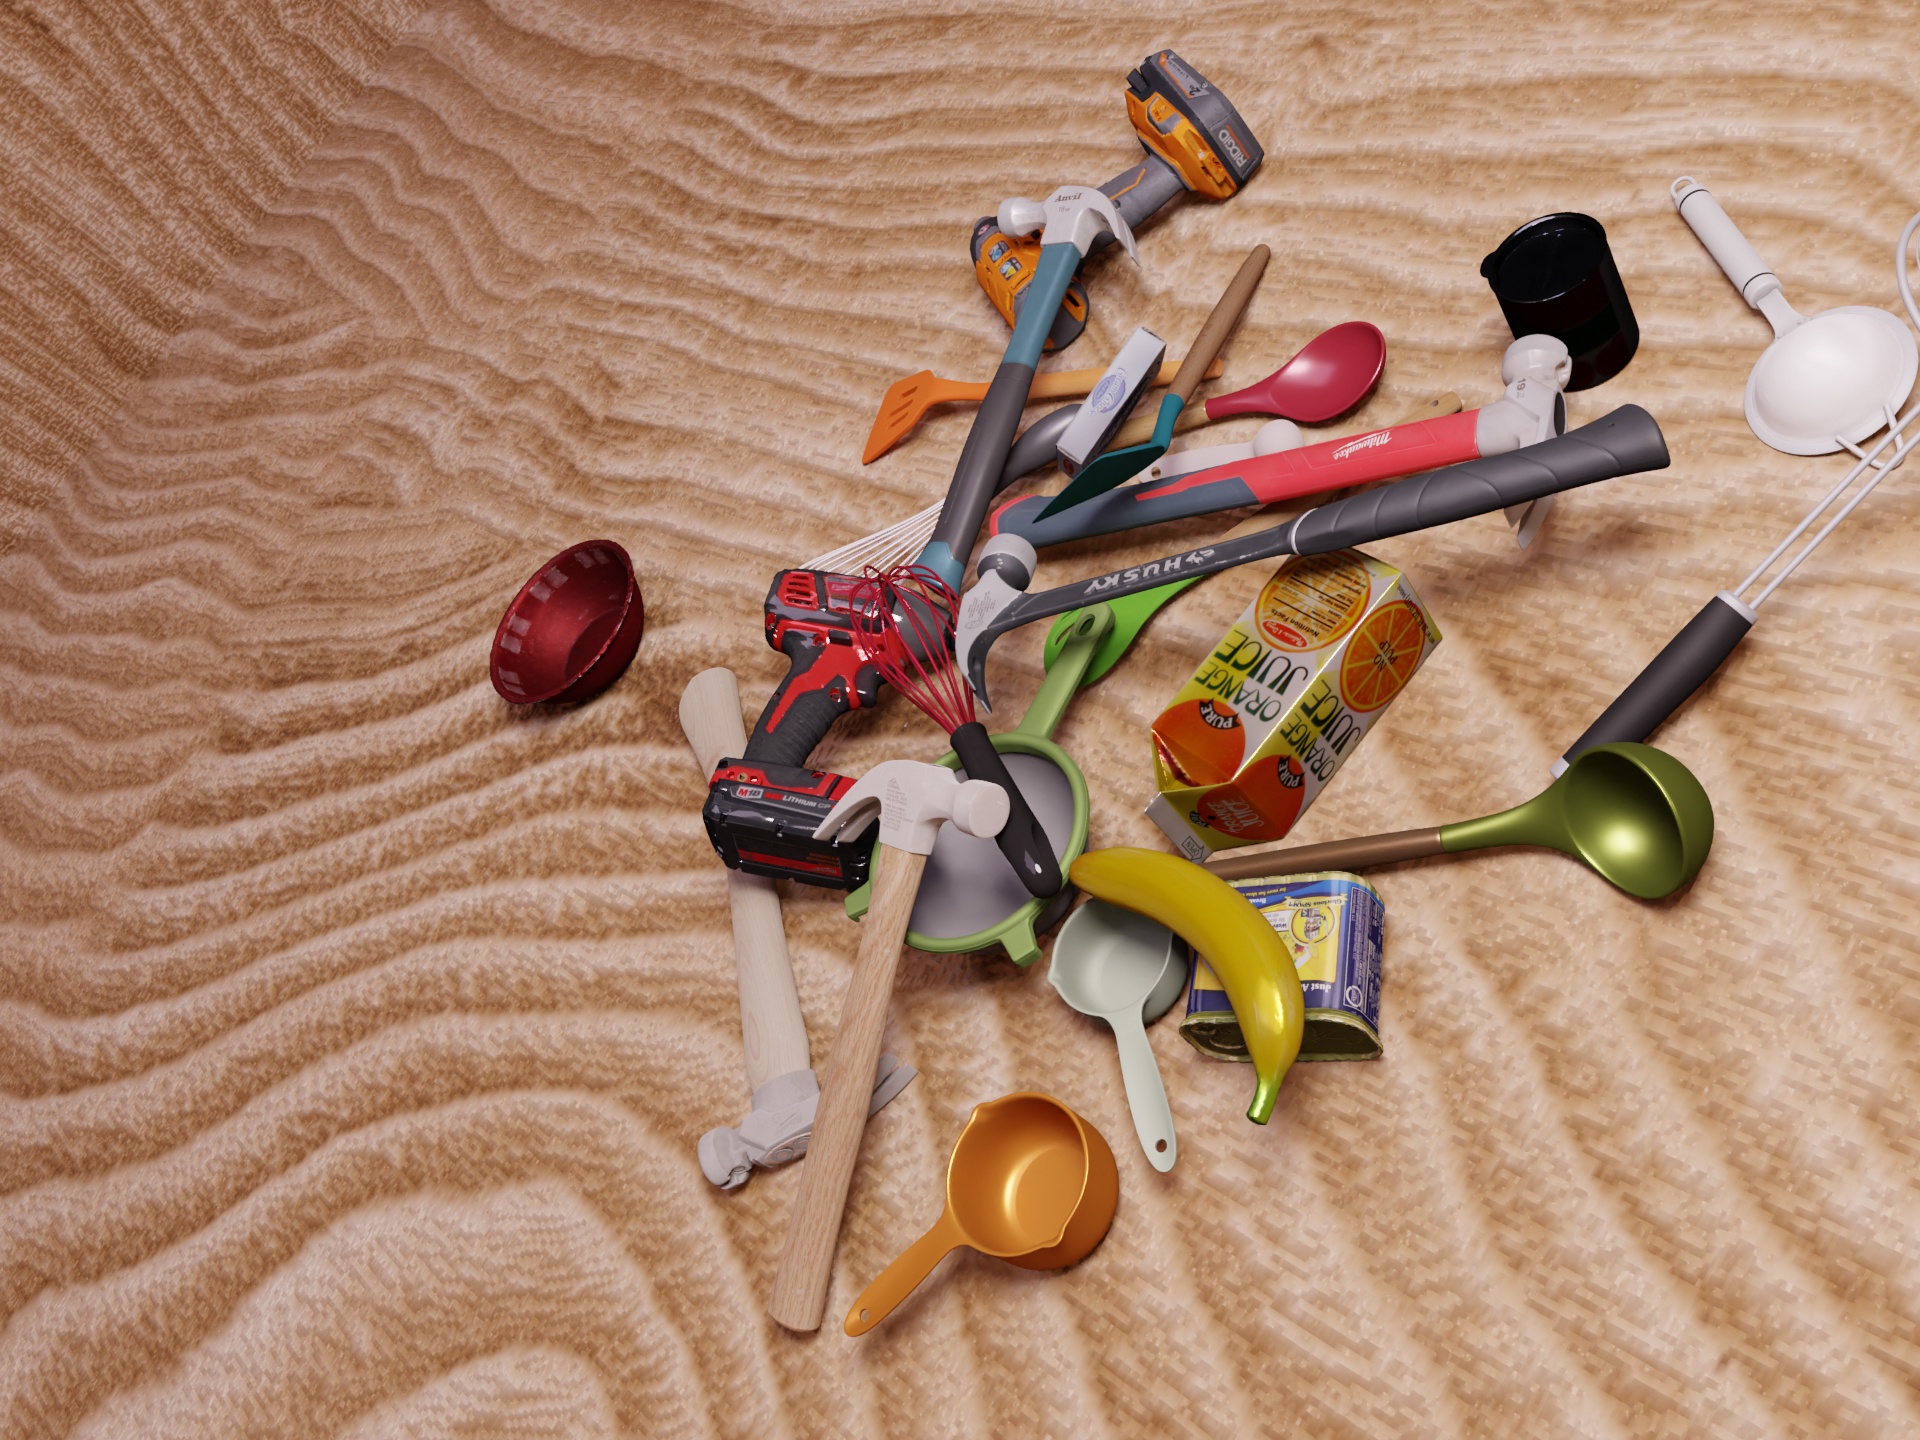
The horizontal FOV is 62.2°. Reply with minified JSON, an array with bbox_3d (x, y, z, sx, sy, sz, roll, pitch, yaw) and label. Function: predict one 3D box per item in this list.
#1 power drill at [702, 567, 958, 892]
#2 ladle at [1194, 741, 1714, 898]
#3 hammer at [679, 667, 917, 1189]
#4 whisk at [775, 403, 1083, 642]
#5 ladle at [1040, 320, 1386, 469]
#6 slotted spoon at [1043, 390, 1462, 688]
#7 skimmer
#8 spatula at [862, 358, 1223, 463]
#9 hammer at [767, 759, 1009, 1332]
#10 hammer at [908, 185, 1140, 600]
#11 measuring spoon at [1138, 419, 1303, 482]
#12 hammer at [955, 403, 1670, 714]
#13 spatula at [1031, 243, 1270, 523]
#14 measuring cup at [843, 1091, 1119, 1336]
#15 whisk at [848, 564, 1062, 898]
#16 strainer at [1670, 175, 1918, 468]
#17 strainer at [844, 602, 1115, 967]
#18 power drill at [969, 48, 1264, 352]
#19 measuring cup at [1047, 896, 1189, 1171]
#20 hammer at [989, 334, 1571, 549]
[{"bbox_3d":[-0.082,-0.002,1.073,0.143,0.078,0.220,10,59,8],"label":"power drill"},{"bbox_3d":[0.226,0.071,0.838,0.320,0.062,0.078,-13,97,35],"label":"ladle"},{"bbox_3d":[-0.137,0.109,1.101,0.146,0.038,0.411,-31,46,15],"label":"hammer"},{"bbox_3d":[-0.022,-0.143,1.163,0.284,0.070,0.070,-35,46,13],"label":"whisk"},{"bbox_3d":[0.149,-0.209,1.108,0.315,0.031,0.069,-10,62,34],"label":"ladle"},{"bbox_3d":[0.180,-0.118,1.022,0.314,0.031,0.070,-33,42,13],"label":"slotted spoon"},{"bbox_3d":[0.431,-0.105,0.804,0.127,0.090,0.363,41,104,4],"label":"skimmer"},{"bbox_3d":[0.052,-0.248,1.213,0.323,0.041,0.081,2,63,33],"label":"spatula"},{"bbox_3d":[-0.061,0.185,0.917,0.130,0.031,0.331,14,90,48],"label":"hammer"},{"bbox_3d":[0.035,-0.236,1.124,0.128,0.033,0.331,8,71,39],"label":"hammer"},{"bbox_3d":[0.170,-0.175,1.066,0.124,0.018,0.034,-7,92,37],"label":"measuring spoon"},{"bbox_3d":[0.173,-0.097,0.881,0.409,0.036,0.149,-14,36,29],"label":"hammer"},{"bbox_3d":[0.144,-0.236,1.063,0.082,0.044,0.318,-41,15,54],"label":"spatula"},{"bbox_3d":[0.012,0.279,0.860,0.173,0.052,0.095,-44,44,7],"label":"measuring cup"},{"bbox_3d":[-0.002,-0.003,0.968,0.073,0.073,0.296,-37,47,11],"label":"whisk"},{"bbox_3d":[0.450,-0.235,0.889,0.087,0.050,0.259,-39,40,30],"label":"strainer"},{"bbox_3d":[0.047,0.044,0.988,0.151,0.069,0.256,8,60,41],"label":"strainer"},{"bbox_3d":[0.106,-0.408,1.241,0.226,0.084,0.164,-41,45,13],"label":"power drill"},{"bbox_3d":[0.100,0.173,0.876,0.083,0.038,0.168,-27,50,20],"label":"measuring cup"},{"bbox_3d":[0.176,-0.138,0.992,0.386,0.038,0.143,-8,48,37],"label":"hammer"}]
